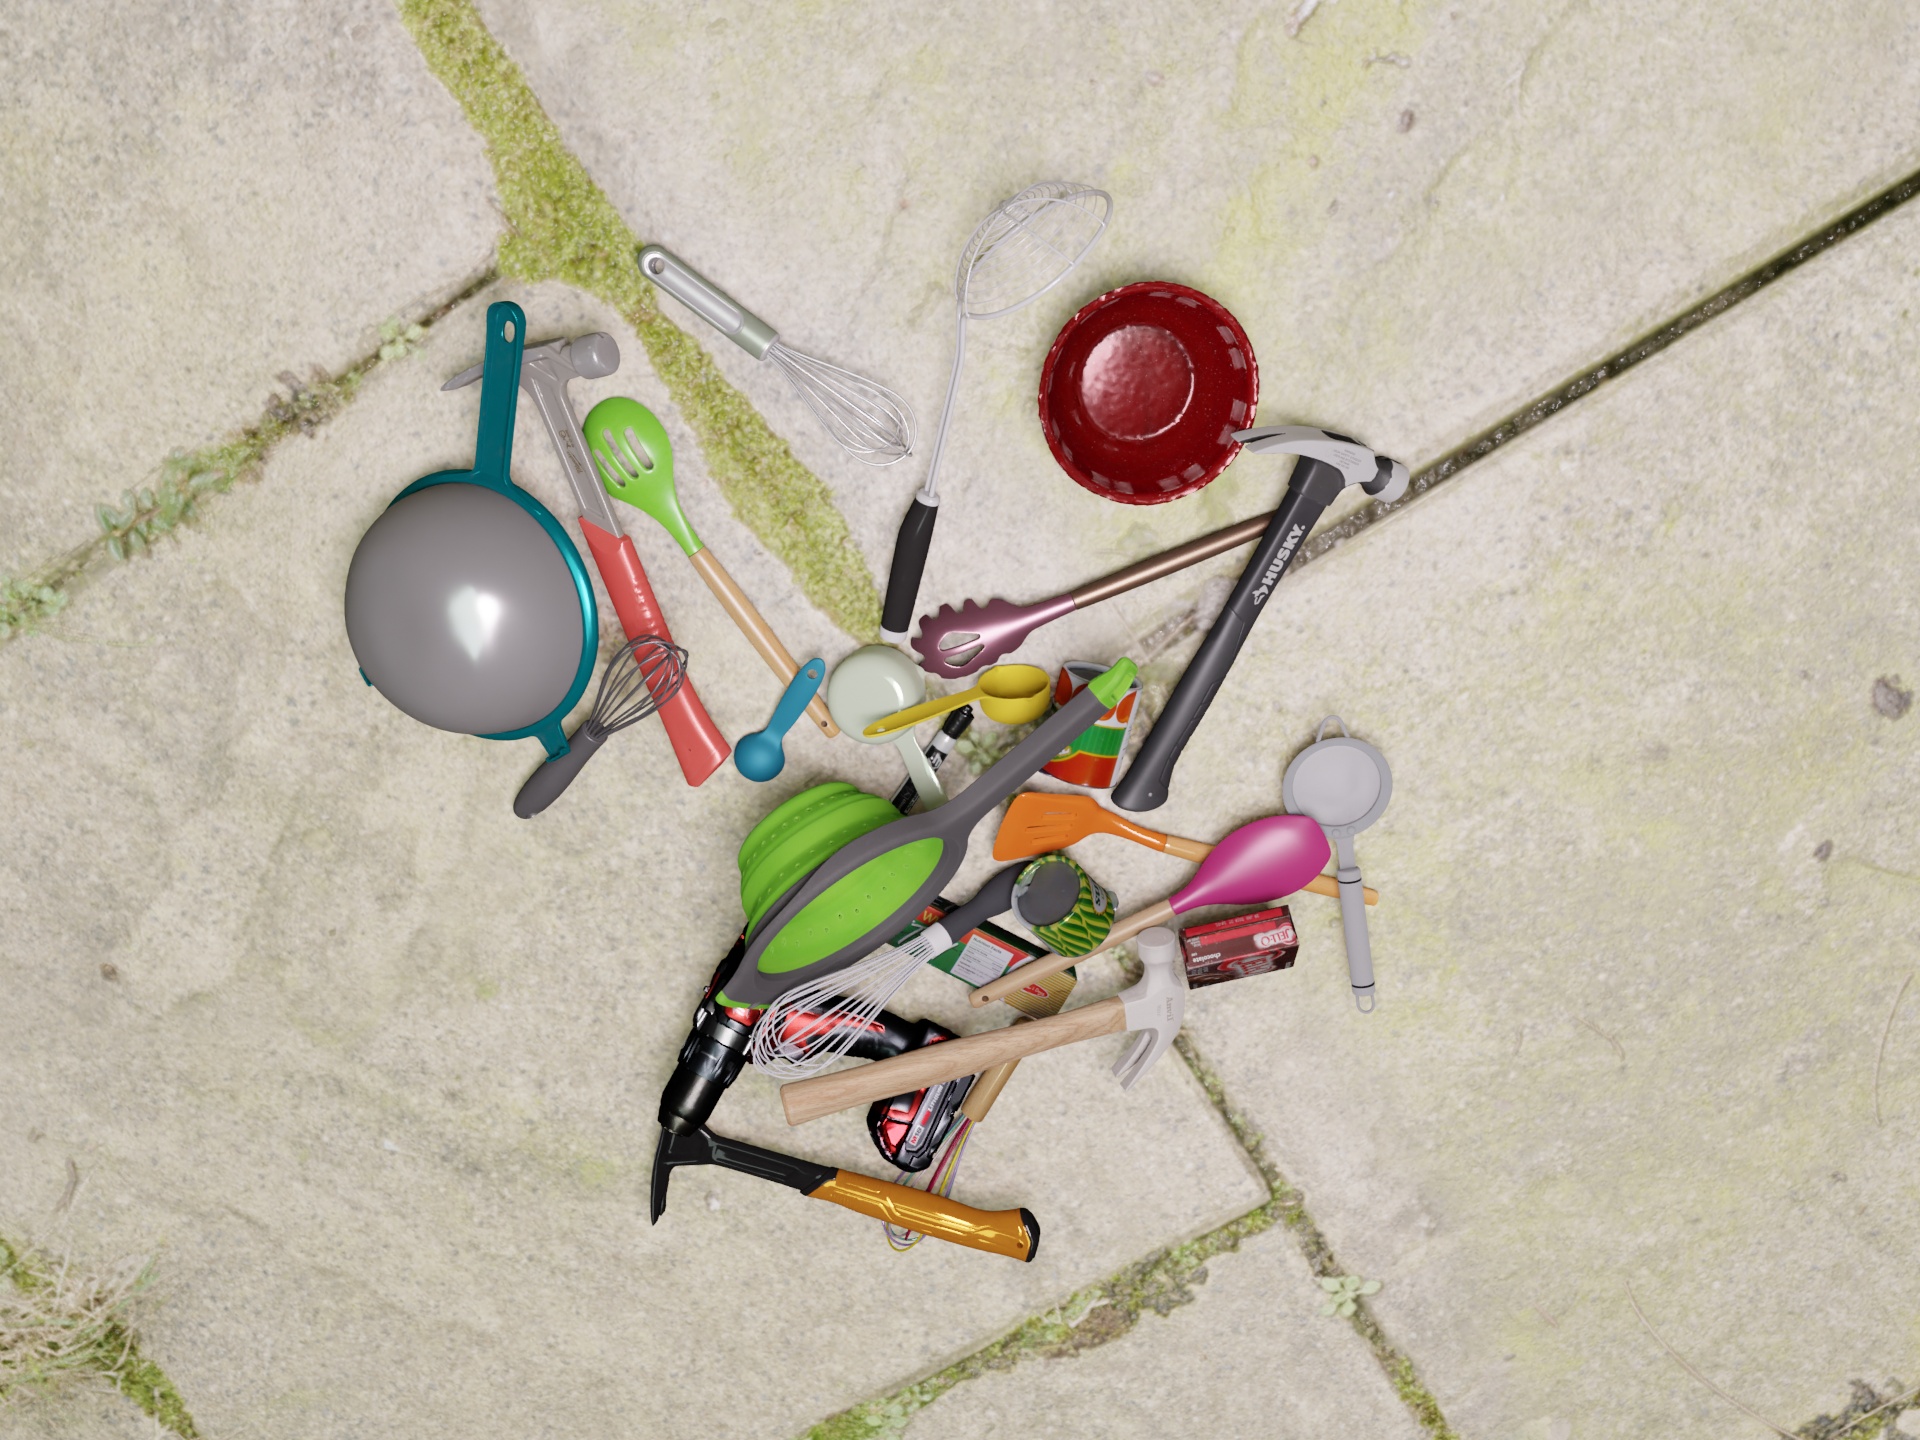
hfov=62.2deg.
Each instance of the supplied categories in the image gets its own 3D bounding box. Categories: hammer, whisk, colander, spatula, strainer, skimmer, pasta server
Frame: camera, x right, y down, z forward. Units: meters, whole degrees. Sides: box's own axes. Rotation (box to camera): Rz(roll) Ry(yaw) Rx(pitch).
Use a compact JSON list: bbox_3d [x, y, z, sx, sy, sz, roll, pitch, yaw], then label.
[{"bbox_3d":[-0.265,-0.111,1.214,0.149,0.037,0.358,-6,115,28],"label":"hammer"},{"bbox_3d":[-0.286,0.011,1.233,0.055,0.055,0.239,41,124,-12],"label":"whisk"},{"bbox_3d":[-0.041,0.061,1.203,0.397,0.204,0.095,-41,68,9],"label":"colander"},{"bbox_3d":[0.188,0.113,1.292,0.322,0.041,0.081,15,131,-6],"label":"spatula"},{"bbox_3d":[-0.366,-0.130,1.149,0.211,0.095,0.340,21,115,16],"label":"strainer"},{"bbox_3d":[0.203,-0.071,1.219,0.146,0.035,0.334,15,114,-31],"label":"hammer"},{"bbox_3d":[0.310,0.116,1.279,0.087,0.050,0.258,-9,101,5],"label":"strainer"},{"bbox_3d":[0.018,-0.216,1.169,0.090,0.127,0.363,6,120,-18],"label":"skimmer"},{"bbox_3d":[-0.134,-0.269,1.170,0.246,0.059,0.058,36,104,-5],"label":"whisk"},{"bbox_3d":[0.001,0.360,1.374,0.051,0.047,0.245,29,103,-7],"label":"whisk"},{"bbox_3d":[-0.099,0.407,1.355,0.337,0.034,0.127,14,96,6],"label":"hammer"},{"bbox_3d":[-0.045,0.192,1.260,0.284,0.070,0.070,-32,107,-22],"label":"whisk"},{"bbox_3d":[0.021,0.264,1.262,0.331,0.031,0.130,-14,116,-10],"label":"hammer"},{"bbox_3d":[0.111,-0.104,1.233,0.316,0.040,0.060,-22,106,3],"label":"pasta server"}]

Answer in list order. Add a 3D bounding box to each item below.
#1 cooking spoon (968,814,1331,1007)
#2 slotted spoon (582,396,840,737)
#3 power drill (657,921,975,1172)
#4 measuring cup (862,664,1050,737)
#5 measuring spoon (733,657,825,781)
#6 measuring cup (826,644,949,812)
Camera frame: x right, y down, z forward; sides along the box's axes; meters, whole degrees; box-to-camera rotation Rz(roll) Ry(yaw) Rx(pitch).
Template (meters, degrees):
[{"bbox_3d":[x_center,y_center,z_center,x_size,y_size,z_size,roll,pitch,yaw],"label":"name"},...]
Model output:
[{"bbox_3d":[0.148,0.162,1.284,0.319,0.017,0.068,-27,102,11],"label":"cooking spoon"},{"bbox_3d":[-0.187,-0.111,1.231,0.070,0.031,0.313,-31,107,16],"label":"slotted spoon"},{"bbox_3d":[-0.119,0.288,1.303,0.226,0.080,0.188,30,78,-7],"label":"power drill"},{"bbox_3d":[-0.002,-0.004,1.227,0.156,0.062,0.029,-19,123,-18],"label":"measuring cup"},{"bbox_3d":[-0.142,0.002,1.255,0.042,0.021,0.128,32,119,-6],"label":"measuring spoon"},{"bbox_3d":[-0.048,0.022,1.250,0.083,0.038,0.167,-25,96,19],"label":"measuring cup"}]
